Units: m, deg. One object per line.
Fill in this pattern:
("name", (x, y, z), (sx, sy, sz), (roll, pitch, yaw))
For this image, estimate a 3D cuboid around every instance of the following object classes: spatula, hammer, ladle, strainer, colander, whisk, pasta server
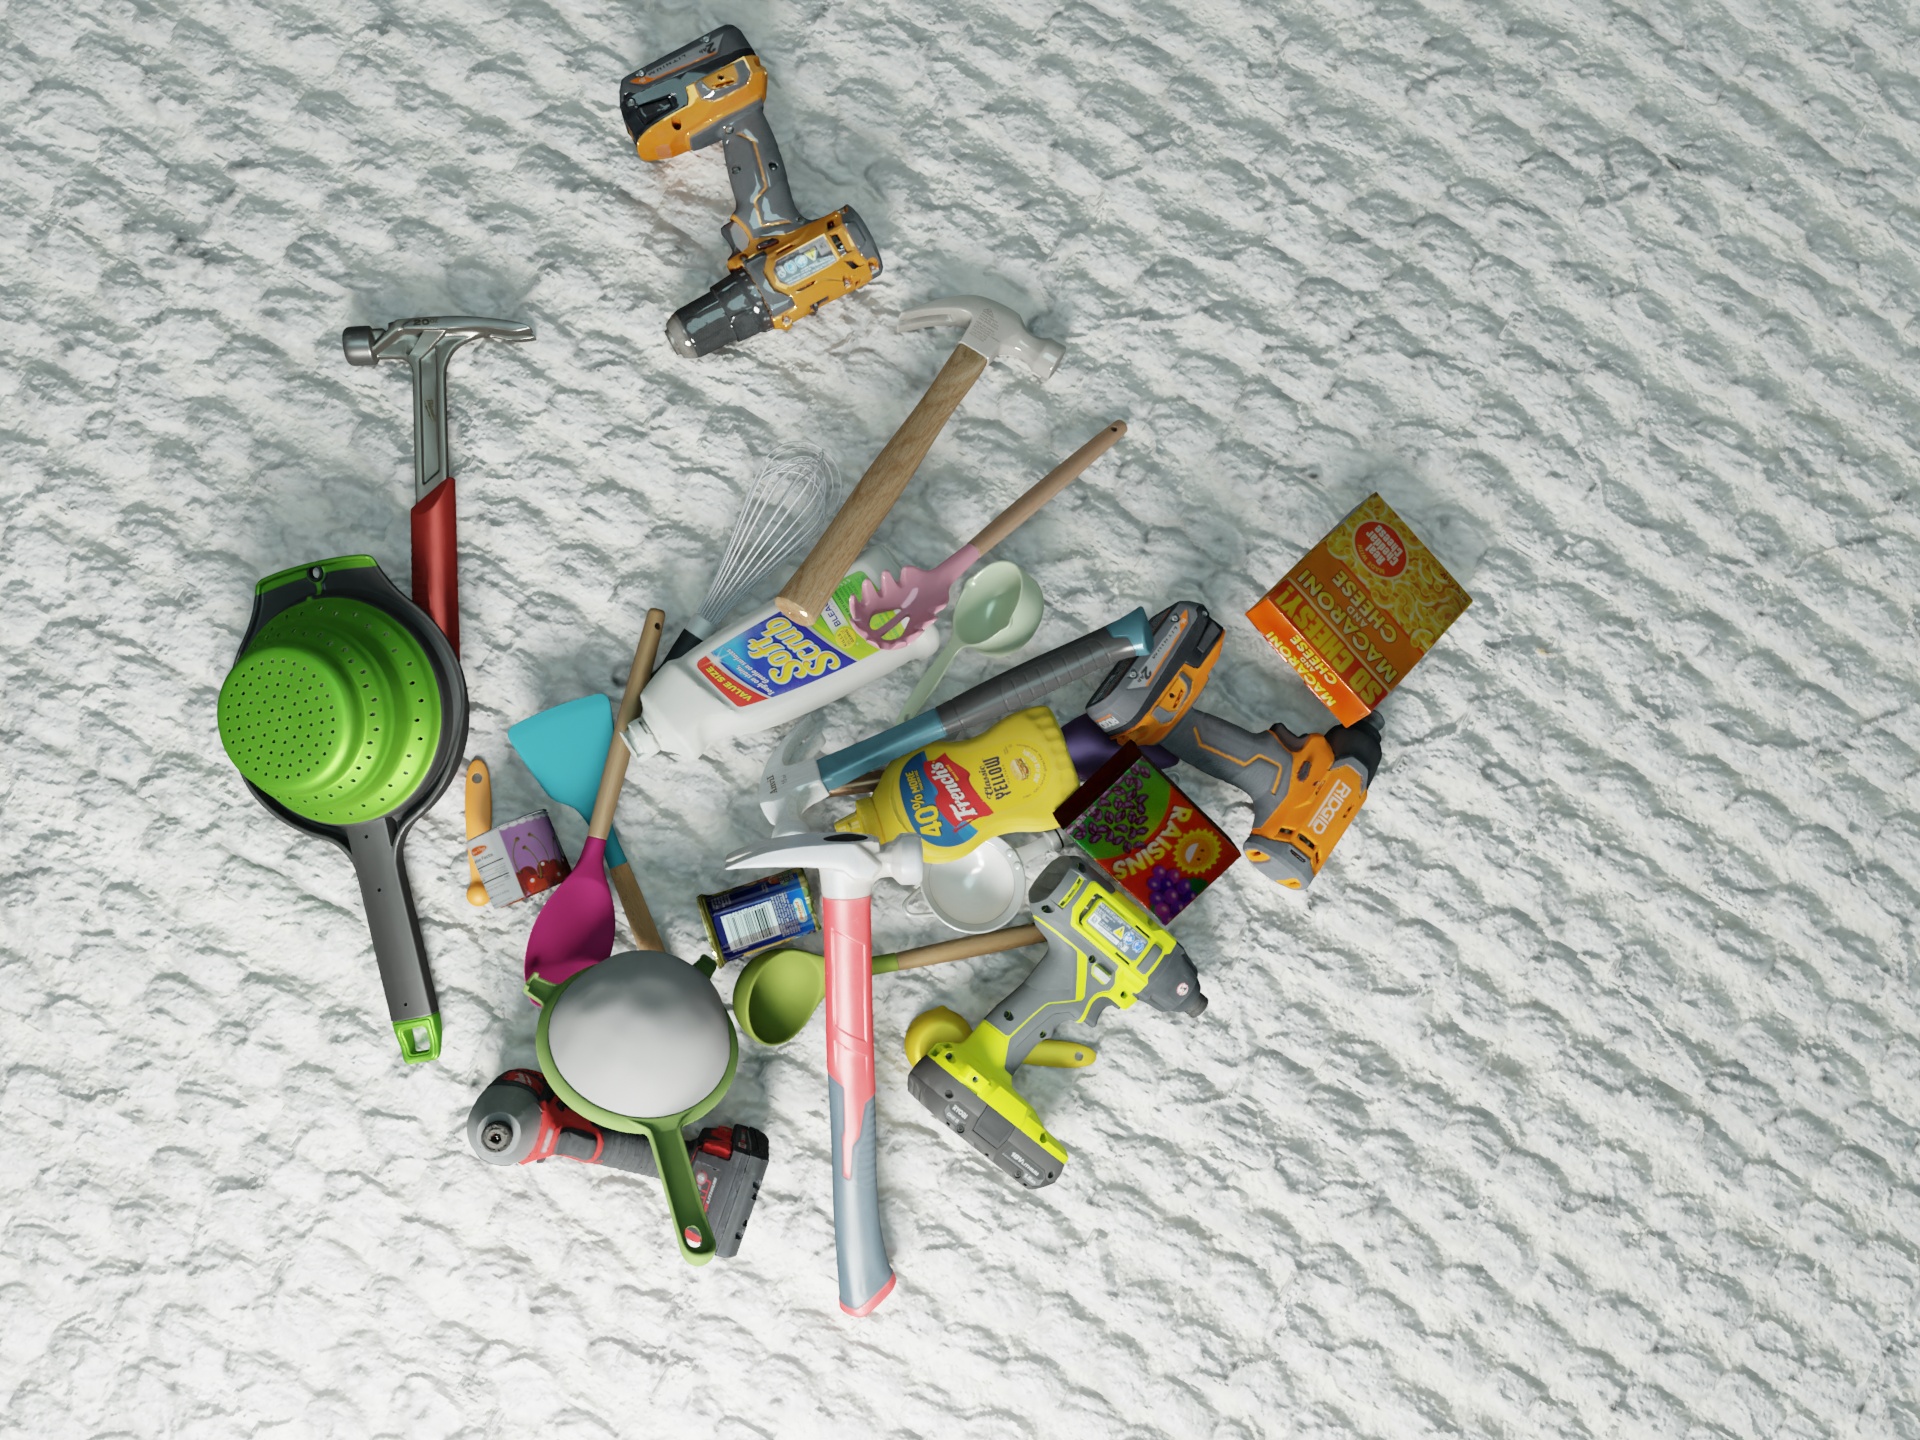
("spatula", (0.023, 0.033, 1.297), (0.316, 0.018, 0.060), (-9, 85, -6))
("hammer", (-0.002, -0.004, 1.225), (0.331, 0.128, 0.033), (-25, 127, 1))
("hammer", (-0.048, -0.212, 1.268), (0.130, 0.031, 0.331), (31, 68, 3))
("ladle", (-0.022, 0.192, 1.262), (0.320, 0.062, 0.078), (-10, 113, -8))
("strainer", (-0.212, 0.258, 1.135), (0.151, 0.069, 0.257), (-2, 46, -29))
("colander", (-0.466, 0.075, 1.197), (0.204, 0.094, 0.397), (-12, 92, 11))
("whisk", (-0.191, -0.102, 1.276), (0.070, 0.070, 0.284), (34, 88, -1))
("hammer", (-0.410, -0.144, 1.269), (0.149, 0.036, 0.359), (-3, 85, -5))
("strainer", (0.068, 0.101, 1.284), (0.258, 0.050, 0.087), (-26, 75, -12))
("pasta server", (0.030, -0.154, 1.261), (0.060, 0.040, 0.316), (43, 65, 10))
("spatula", (-0.261, 0.139, 1.252), (0.082, 0.044, 0.317), (-22, 88, -18))
("hammer", (-0.097, 0.272, 1.195), (0.143, 0.038, 0.386), (-2, 104, -5))

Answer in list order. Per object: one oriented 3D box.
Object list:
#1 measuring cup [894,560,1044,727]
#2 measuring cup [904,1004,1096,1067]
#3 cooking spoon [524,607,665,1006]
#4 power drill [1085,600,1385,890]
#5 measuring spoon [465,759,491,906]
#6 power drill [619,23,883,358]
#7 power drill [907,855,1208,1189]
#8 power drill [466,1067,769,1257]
("measuring cup", (0.007, -0.052, 1.290), (0.038, 0.083, 0.167), (28, 104, -37))
("measuring cup", (0.033, 0.264, 1.272), (0.156, 0.029, 0.062), (5, 86, -4))
("cooking spoon", (-0.275, 0.066, 1.232), (0.068, 0.017, 0.319), (19, 80, -35))
("power drill", (0.233, 0.006, 1.283), (0.226, 0.084, 0.164), (39, 74, -5))
("measuring spoon", (-0.384, 0.089, 1.262), (0.021, 0.011, 0.117), (-1, 85, -5))
("power drill", (-0.194, -0.419, 1.290), (0.185, 0.084, 0.226), (-30, 93, -5))
("power drill", (0.080, 0.241, 1.236), (0.171, 0.080, 0.223), (41, 80, -15))
("power drill", (-0.259, 0.322, 1.189), (0.219, 0.143, 0.078), (19, 84, -5))
